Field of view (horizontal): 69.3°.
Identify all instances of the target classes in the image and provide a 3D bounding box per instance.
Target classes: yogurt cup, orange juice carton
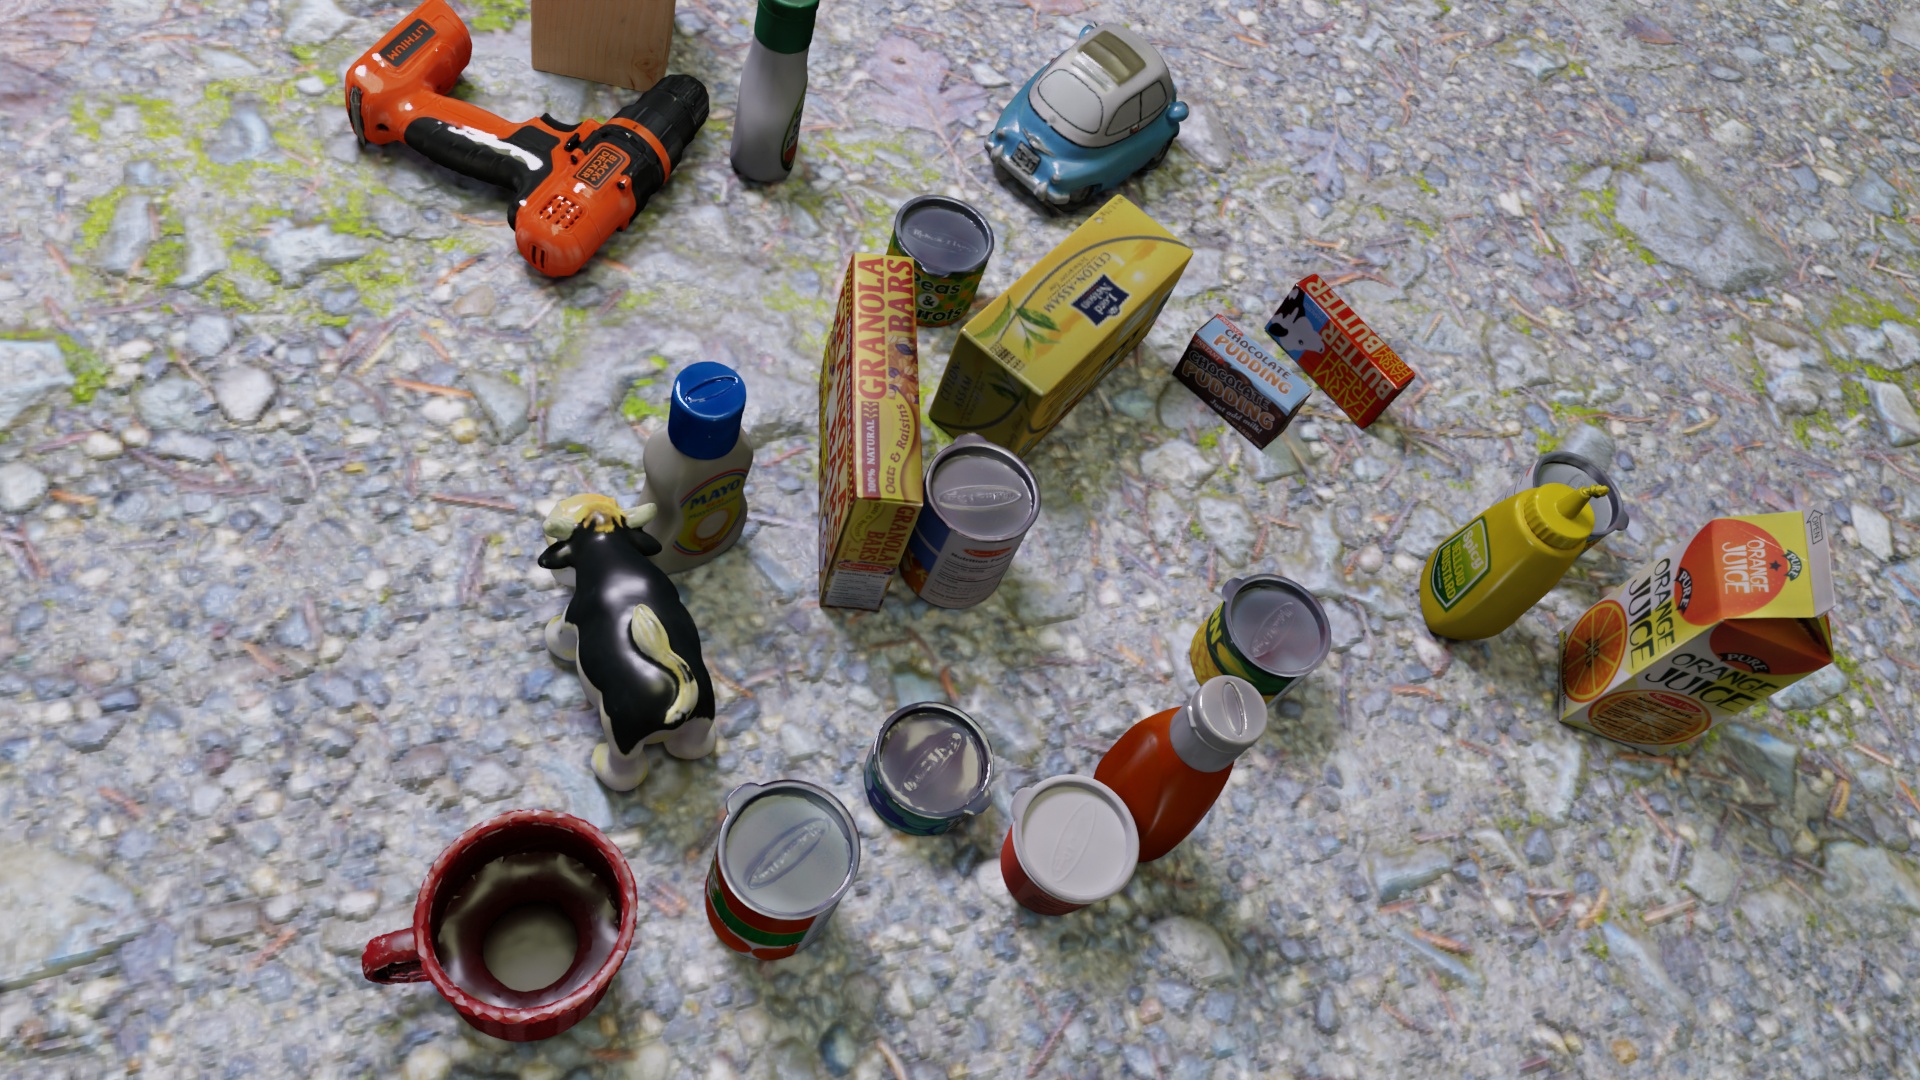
[{"bbox_3d":[0.054,0.164,0.731,0.072,0.053,0.073,7,59,-12],"label":"yogurt cup"},{"bbox_3d":[0.445,0.053,0.827,0.073,0.191,0.072,19,57,-4],"label":"orange juice carton"}]

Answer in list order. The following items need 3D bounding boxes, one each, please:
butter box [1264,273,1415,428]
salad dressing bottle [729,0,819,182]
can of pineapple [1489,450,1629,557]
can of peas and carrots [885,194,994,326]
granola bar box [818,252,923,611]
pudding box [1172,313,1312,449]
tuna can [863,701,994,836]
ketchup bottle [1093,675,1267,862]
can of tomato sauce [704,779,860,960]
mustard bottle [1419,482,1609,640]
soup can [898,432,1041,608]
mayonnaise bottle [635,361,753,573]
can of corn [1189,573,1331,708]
[{"bbox_3d":[0.264,-0.132,0.968,0.024,0.053,0.103,-32,73,-29],"label":"butter box"},{"bbox_3d":[-0.120,-0.300,0.902,0.044,0.147,0.064,15,57,-7],"label":"salad dressing bottle"},{"bbox_3d":[0.401,-0.016,0.936,0.071,0.057,0.071,7,59,-12],"label":"can of pineapple"},{"bbox_3d":[-0.017,-0.181,0.914,0.071,0.058,0.071,7,59,-12],"label":"can of peas and carrots"},{"bbox_3d":[-0.055,-0.061,0.792,0.039,0.123,0.166,5,59,-13],"label":"granola bar box"},{"bbox_3d":[0.189,-0.107,0.934,0.084,0.049,0.030,43,58,11],"label":"pudding box"},{"bbox_3d":[-0.016,0.125,0.747,0.071,0.032,0.071,7,59,-12],"label":"tuna can"},{"bbox_3d":[0.111,0.116,0.720,0.043,0.148,0.065,1,60,-16],"label":"ketchup bottle"},{"bbox_3d":[-0.090,0.161,0.675,0.071,0.082,0.071,7,59,-12],"label":"can of tomato sauce"},{"bbox_3d":[0.338,0.005,0.844,0.049,0.159,0.065,10,58,-10],"label":"mustard bottle"},{"bbox_3d":[0.003,-0.010,0.803,0.071,0.083,0.071,7,59,-12],"label":"soup can"},{"bbox_3d":[-0.140,-0.037,0.739,0.065,0.147,0.041,-27,71,-28],"label":"mayonnaise bottle"},{"bbox_3d":[0.175,0.060,0.825,0.071,0.058,0.071,7,59,-12],"label":"can of corn"}]
